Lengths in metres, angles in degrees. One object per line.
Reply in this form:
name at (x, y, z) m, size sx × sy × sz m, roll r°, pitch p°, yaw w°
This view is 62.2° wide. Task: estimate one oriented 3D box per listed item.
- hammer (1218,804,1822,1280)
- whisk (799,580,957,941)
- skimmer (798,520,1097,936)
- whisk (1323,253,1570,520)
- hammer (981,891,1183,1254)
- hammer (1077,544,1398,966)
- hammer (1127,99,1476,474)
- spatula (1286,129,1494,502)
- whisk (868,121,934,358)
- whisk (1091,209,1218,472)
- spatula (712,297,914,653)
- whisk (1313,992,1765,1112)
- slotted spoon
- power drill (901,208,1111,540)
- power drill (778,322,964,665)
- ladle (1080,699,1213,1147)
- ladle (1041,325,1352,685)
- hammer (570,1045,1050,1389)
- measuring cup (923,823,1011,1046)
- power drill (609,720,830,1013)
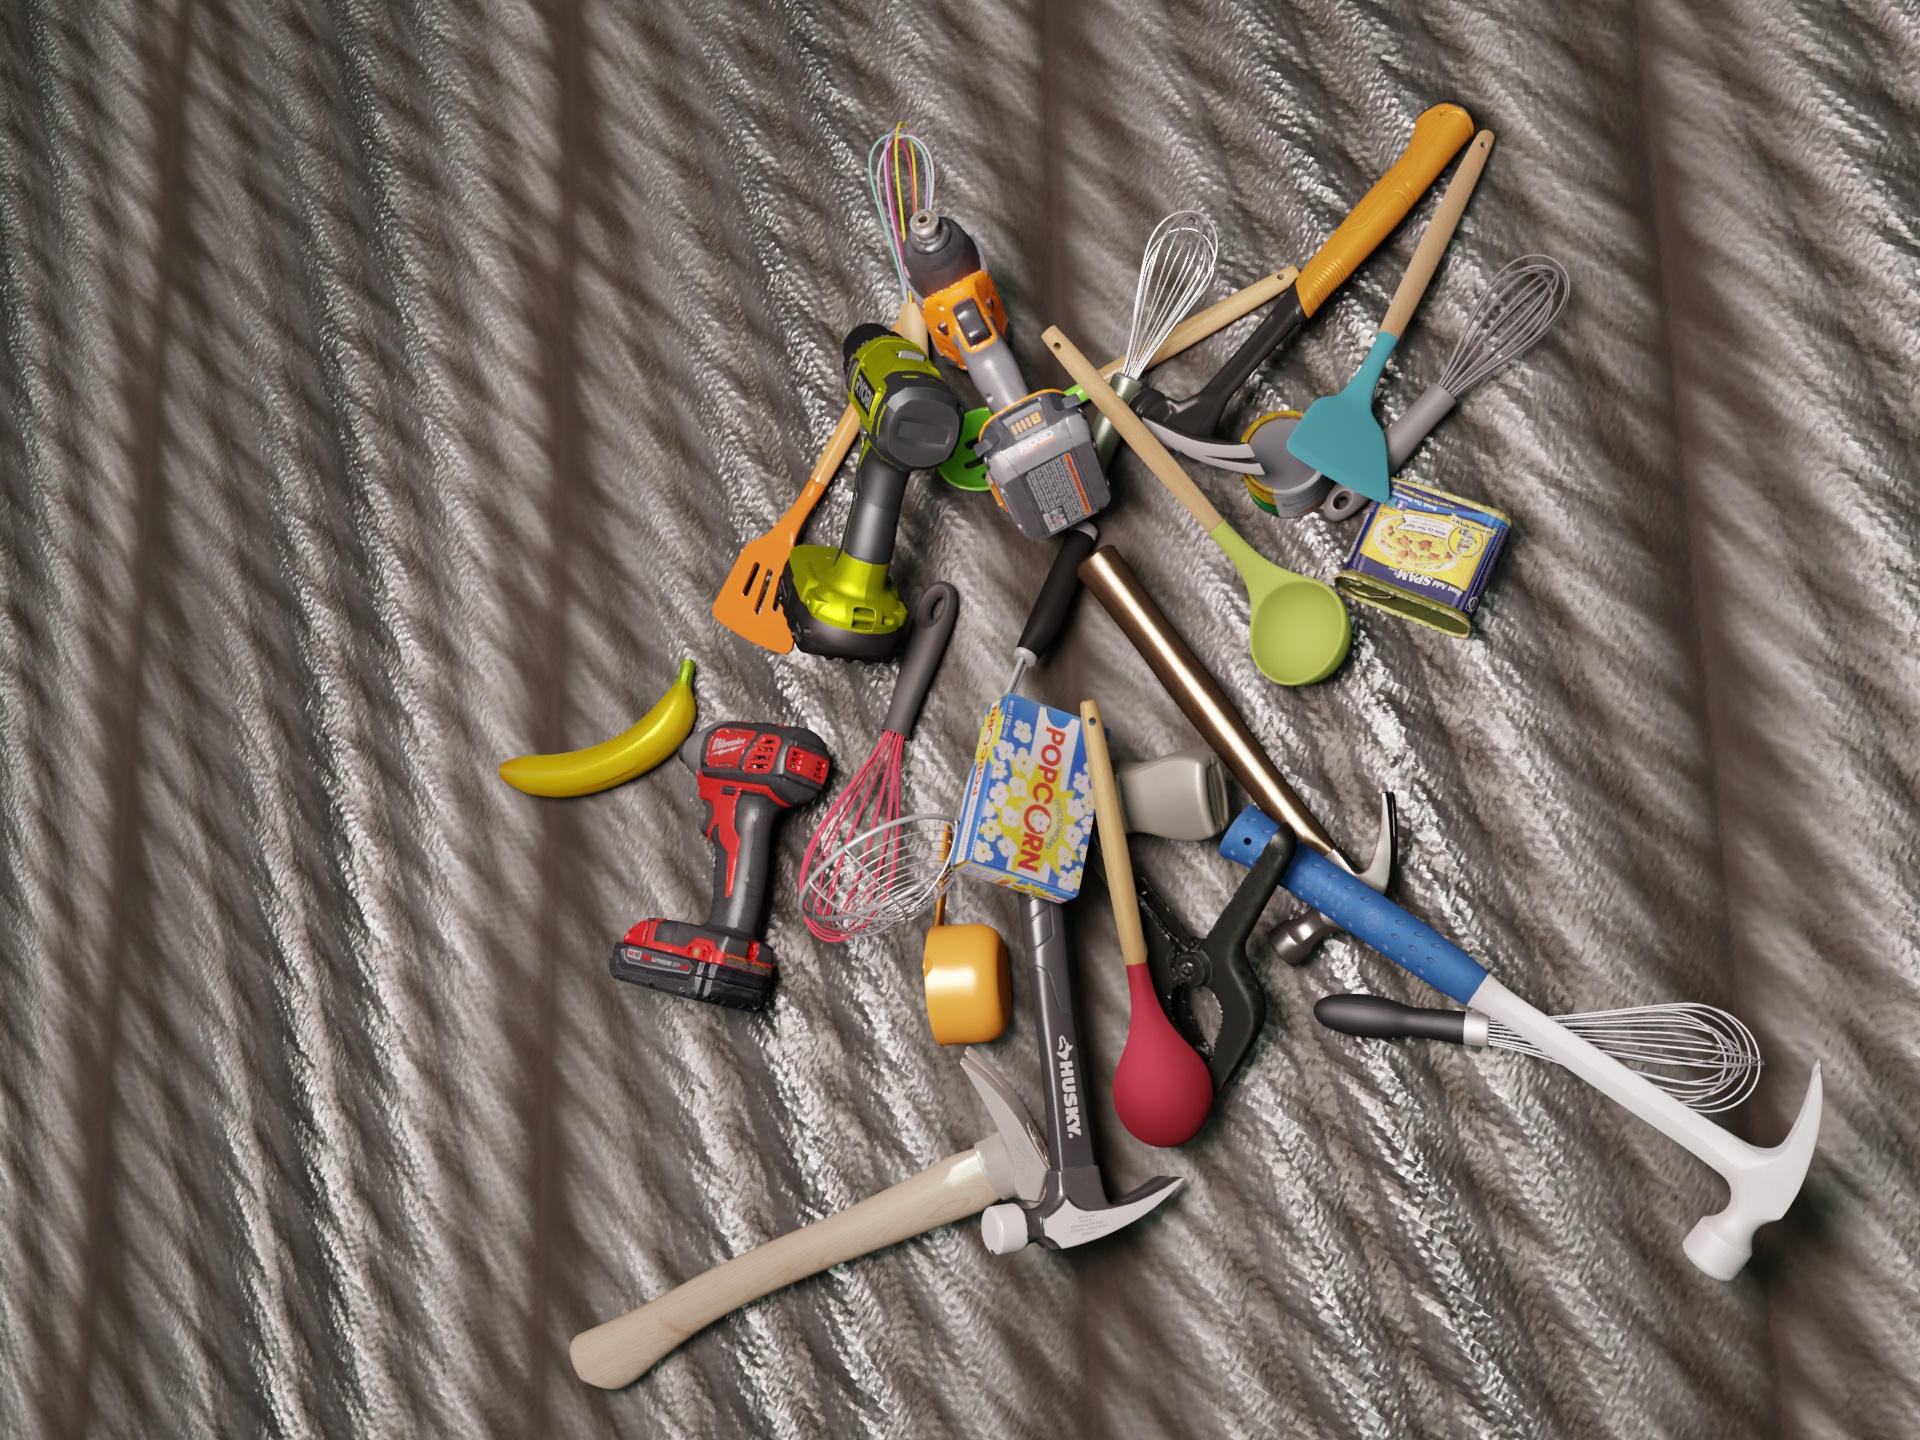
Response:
hammer at (0.349, 0.176, 1.031) m, size 0.406 × 0.035 × 0.144 m, roll 35°, pitch 107°, yaw 23°
whisk at (-0.056, 0.029, 1.230) m, size 0.073 × 0.073 × 0.296 m, roll 14°, pitch 78°, yaw 19°
skimmer at (-0.002, -0.004, 1.175) m, size 0.090 × 0.127 × 0.363 m, roll 18°, pitch 69°, yaw 18°
whisk at (0.348, -0.239, 1.155) m, size 0.055 × 0.055 × 0.239 m, roll 45°, pitch 100°, yaw 19°
hammer at (0.070, 0.195, 1.124) m, size 0.146 × 0.035 × 0.335 m, roll -1°, pitch 77°, yaw -25°
hammer at (0.193, 0.006, 1.150) m, size 0.130 × 0.031 × 0.331 m, roll -40°, pitch 73°, yaw 19°
hammer at (0.270, -0.324, 1.167) m, size 0.337 × 0.034 × 0.127 m, roll -49°, pitch 45°, yaw -6°
spatula at (0.326, -0.302, 1.152) m, size 0.082 × 0.044 × 0.317 m, roll 28°, pitch 79°, yaw -4°
whisk at (-0.042, -0.355, 1.275) m, size 0.051 × 0.047 × 0.245 m, roll -4°, pitch 93°, yaw -14°
whisk at (0.130, -0.266, 1.205) m, size 0.059 × 0.057 × 0.246 m, roll 31°, pitch 106°, yaw 28°
spatula at (-0.103, -0.212, 1.302) m, size 0.081 × 0.041 × 0.322 m, roll 27°, pitch 85°, yaw 18°
whisk at (0.379, 0.210, 1.063) m, size 0.285 × 0.070 × 0.070 m, roll 3°, pitch 82°, yaw 23°
slotted spoon at (0.122, -0.269, 1.240) m, size 0.314 × 0.031 × 0.070 m, roll -28°, pitch 74°, yaw 9°
power drill at (0.023, -0.261, 1.166) m, size 0.084 × 0.164 × 0.227 m, roll -27°, pitch 67°, yaw 5°
power drill at (-0.071, -0.176, 1.193) m, size 0.191 × 0.080 × 0.228 m, roll -117°, pitch 39°, yaw -55°
ladle at (0.117, 0.141, 1.094) m, size 0.069 × 0.031 × 0.315 m, roll -11°, pitch 89°, yaw 0°
ladle at (0.164, -0.157, 1.141) m, size 0.078 × 0.062 × 0.320 m, roll -40°, pitch 93°, yaw 28°
hammer at (-0.122, 0.388, 1.180) m, size 0.410 × 0.038 × 0.146 m, roll -29°, pitch 93°, yaw 13°
measuring cup at (0.009, 0.155, 1.183) m, size 0.052 × 0.095 × 0.174 m, roll -4°, pitch 61°, yaw 11°
power drill at (-0.189, 0.106, 1.238) m, size 0.143 × 0.078 × 0.220 m, roll 5°, pitch 76°, yaw 39°
